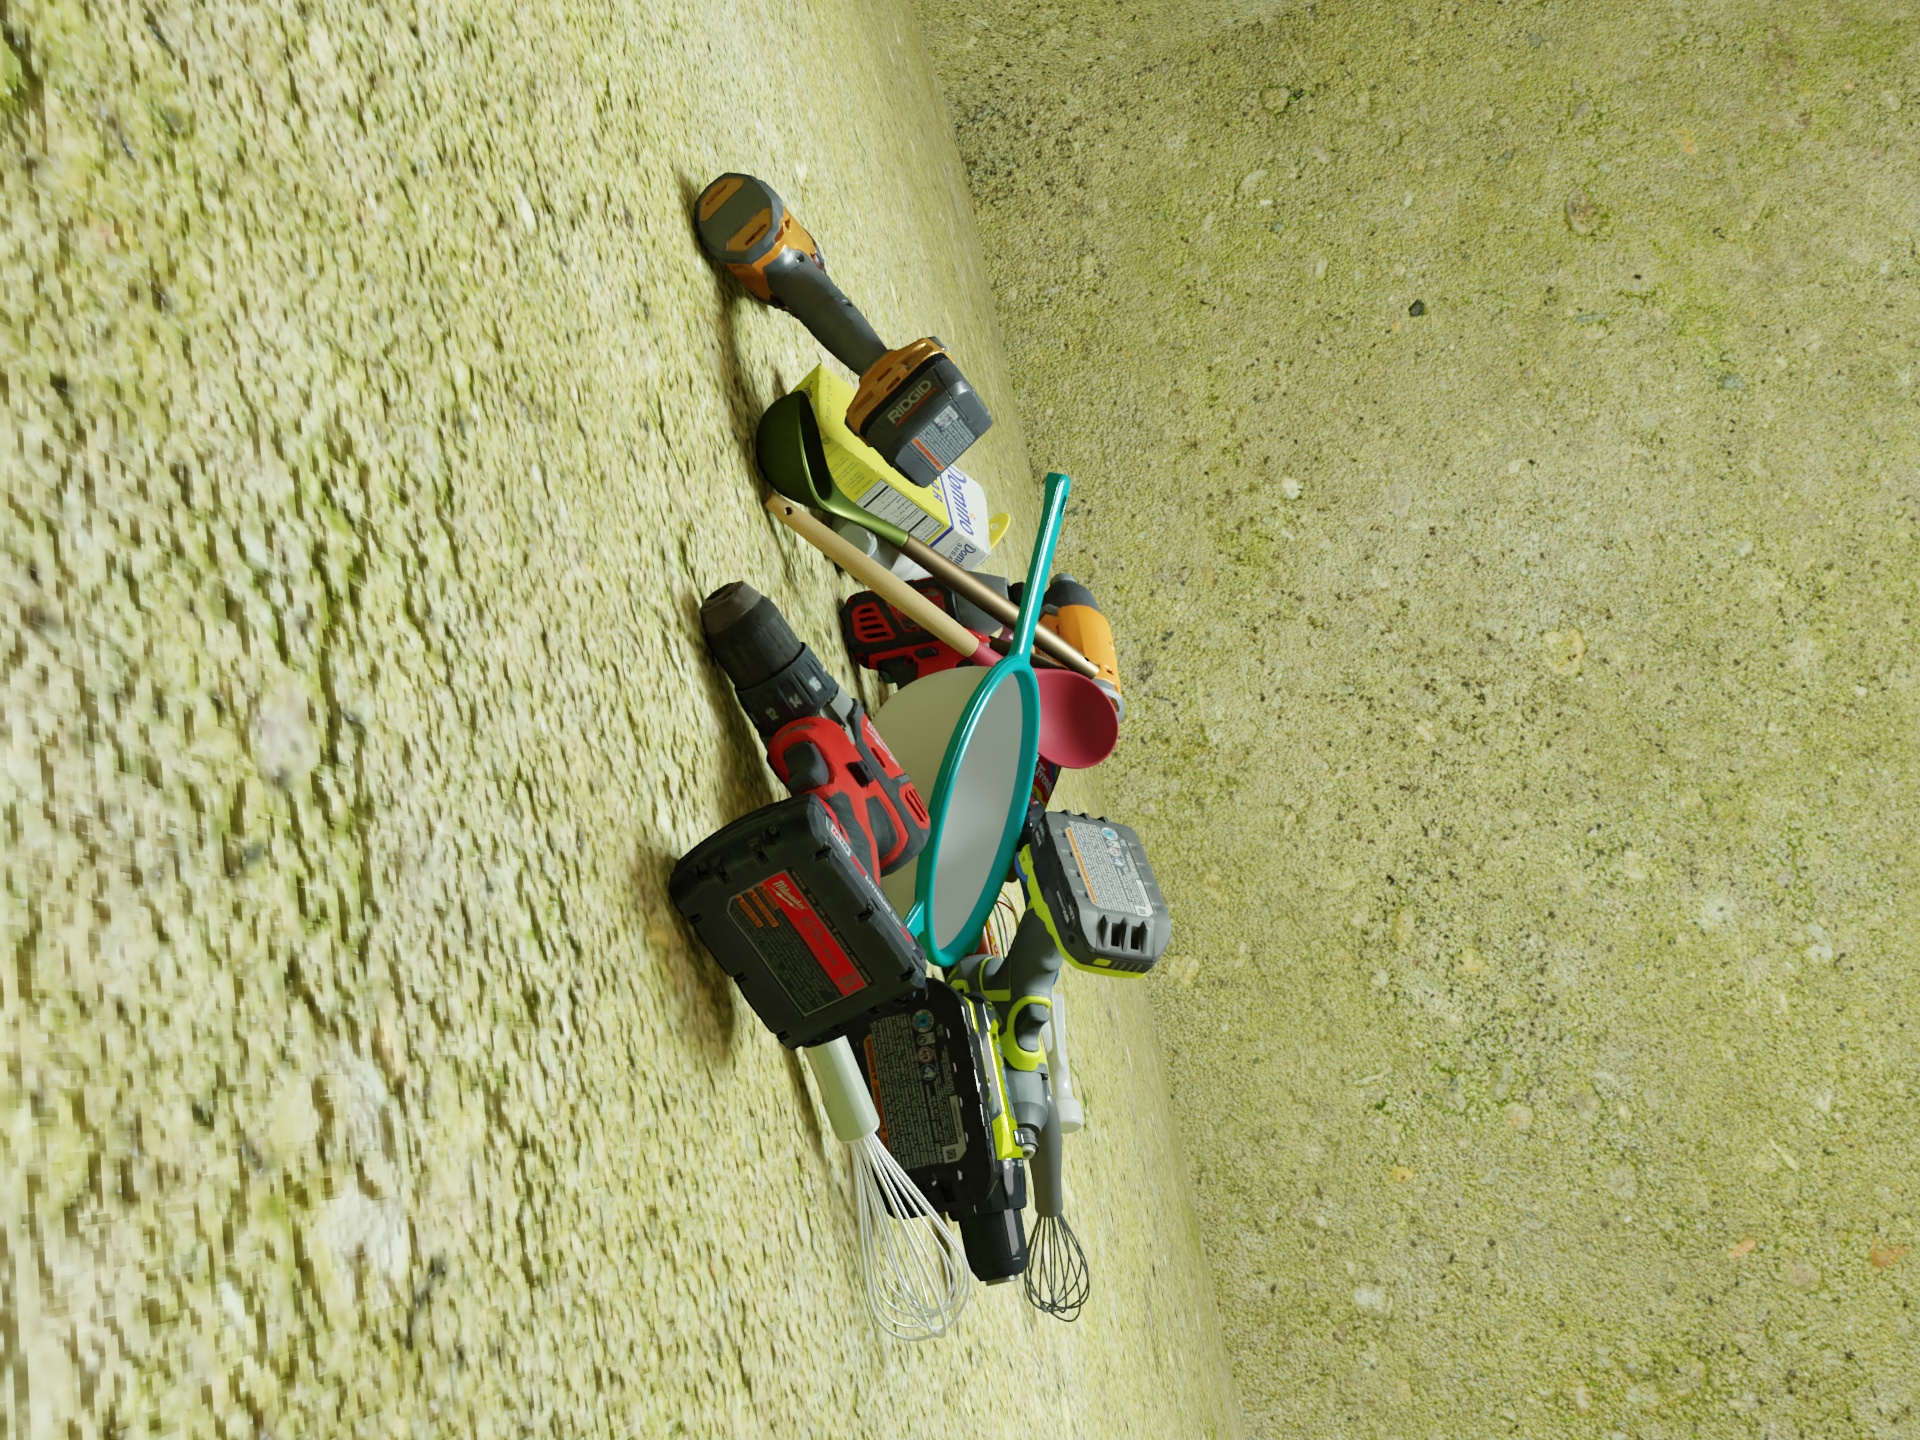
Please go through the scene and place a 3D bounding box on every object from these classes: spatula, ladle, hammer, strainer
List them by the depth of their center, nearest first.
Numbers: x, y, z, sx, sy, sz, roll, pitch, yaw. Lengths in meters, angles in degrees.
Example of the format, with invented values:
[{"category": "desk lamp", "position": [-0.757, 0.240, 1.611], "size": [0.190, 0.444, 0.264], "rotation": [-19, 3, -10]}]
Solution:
[{"category": "strainer", "position": [-0.007, -0.010, 1.071], "size": [0.211, 0.095, 0.340], "rotation": [32, 71, -73]}, {"category": "ladle", "position": [-0.011, -0.064, 1.126], "size": [0.315, 0.069, 0.031], "rotation": [36, -12, -23]}, {"category": "ladle", "position": [-0.013, -0.121, 1.130], "size": [0.320, 0.062, 0.078], "rotation": [33, 31, -25]}, {"category": "spatula", "position": [0.013, -0.069, 1.337], "size": [0.316, 0.018, 0.059], "rotation": [-151, -124, -62]}, {"category": "hammer", "position": [0.081, 0.240, 1.497], "size": [0.405, 0.035, 0.144], "rotation": [81, 1, -51]}]

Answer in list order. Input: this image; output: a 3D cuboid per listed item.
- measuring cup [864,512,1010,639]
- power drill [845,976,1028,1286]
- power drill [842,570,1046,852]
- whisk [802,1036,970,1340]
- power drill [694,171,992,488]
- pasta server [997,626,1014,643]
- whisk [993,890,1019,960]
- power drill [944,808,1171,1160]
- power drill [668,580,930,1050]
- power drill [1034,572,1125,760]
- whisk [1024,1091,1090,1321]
[{"category": "measuring cup", "position": [-0.019, -0.115, 1.280], "size": [0.062, 0.156, 0.029], "rotation": [42, -3, 29]}, {"category": "power drill", "position": [-0.004, 0.260, 1.011], "size": [0.228, 0.080, 0.191], "rotation": [60, 17, -69]}, {"category": "power drill", "position": [-0.002, -0.004, 1.213], "size": [0.078, 0.143, 0.220], "rotation": [5, 73, -78]}, {"category": "whisk", "position": [-0.053, 0.228, 0.859], "size": [0.246, 0.059, 0.058], "rotation": [70, -14, -11]}, {"category": "power drill", "position": [-0.079, -0.271, 1.126], "size": [0.226, 0.084, 0.185], "rotation": [48, 6, 10]}, {"category": "pasta server", "position": [0.022, 0.016, 1.461], "size": [0.040, 0.060, 0.316], "rotation": [-37, -139, 56]}, {"category": "whisk", "position": [0.046, 0.263, 1.425], "size": [0.051, 0.047, 0.245], "rotation": [-61, 140, -79]}, {"category": "power drill", "position": [0.061, 0.191, 1.145], "size": [0.171, 0.080, 0.223], "rotation": [-107, -145, -49]}, {"category": "power drill", "position": [-0.084, 0.038, 0.819], "size": [0.187, 0.080, 0.227], "rotation": [58, 13, -21]}, {"category": "power drill", "position": [0.053, -0.009, 1.334], "size": [0.226, 0.084, 0.164], "rotation": [-52, -150, 38]}, {"category": "whisk", "position": [0.071, 0.383, 1.248], "size": [0.055, 0.055, 0.238], "rotation": [-87, 172, -61]}]
